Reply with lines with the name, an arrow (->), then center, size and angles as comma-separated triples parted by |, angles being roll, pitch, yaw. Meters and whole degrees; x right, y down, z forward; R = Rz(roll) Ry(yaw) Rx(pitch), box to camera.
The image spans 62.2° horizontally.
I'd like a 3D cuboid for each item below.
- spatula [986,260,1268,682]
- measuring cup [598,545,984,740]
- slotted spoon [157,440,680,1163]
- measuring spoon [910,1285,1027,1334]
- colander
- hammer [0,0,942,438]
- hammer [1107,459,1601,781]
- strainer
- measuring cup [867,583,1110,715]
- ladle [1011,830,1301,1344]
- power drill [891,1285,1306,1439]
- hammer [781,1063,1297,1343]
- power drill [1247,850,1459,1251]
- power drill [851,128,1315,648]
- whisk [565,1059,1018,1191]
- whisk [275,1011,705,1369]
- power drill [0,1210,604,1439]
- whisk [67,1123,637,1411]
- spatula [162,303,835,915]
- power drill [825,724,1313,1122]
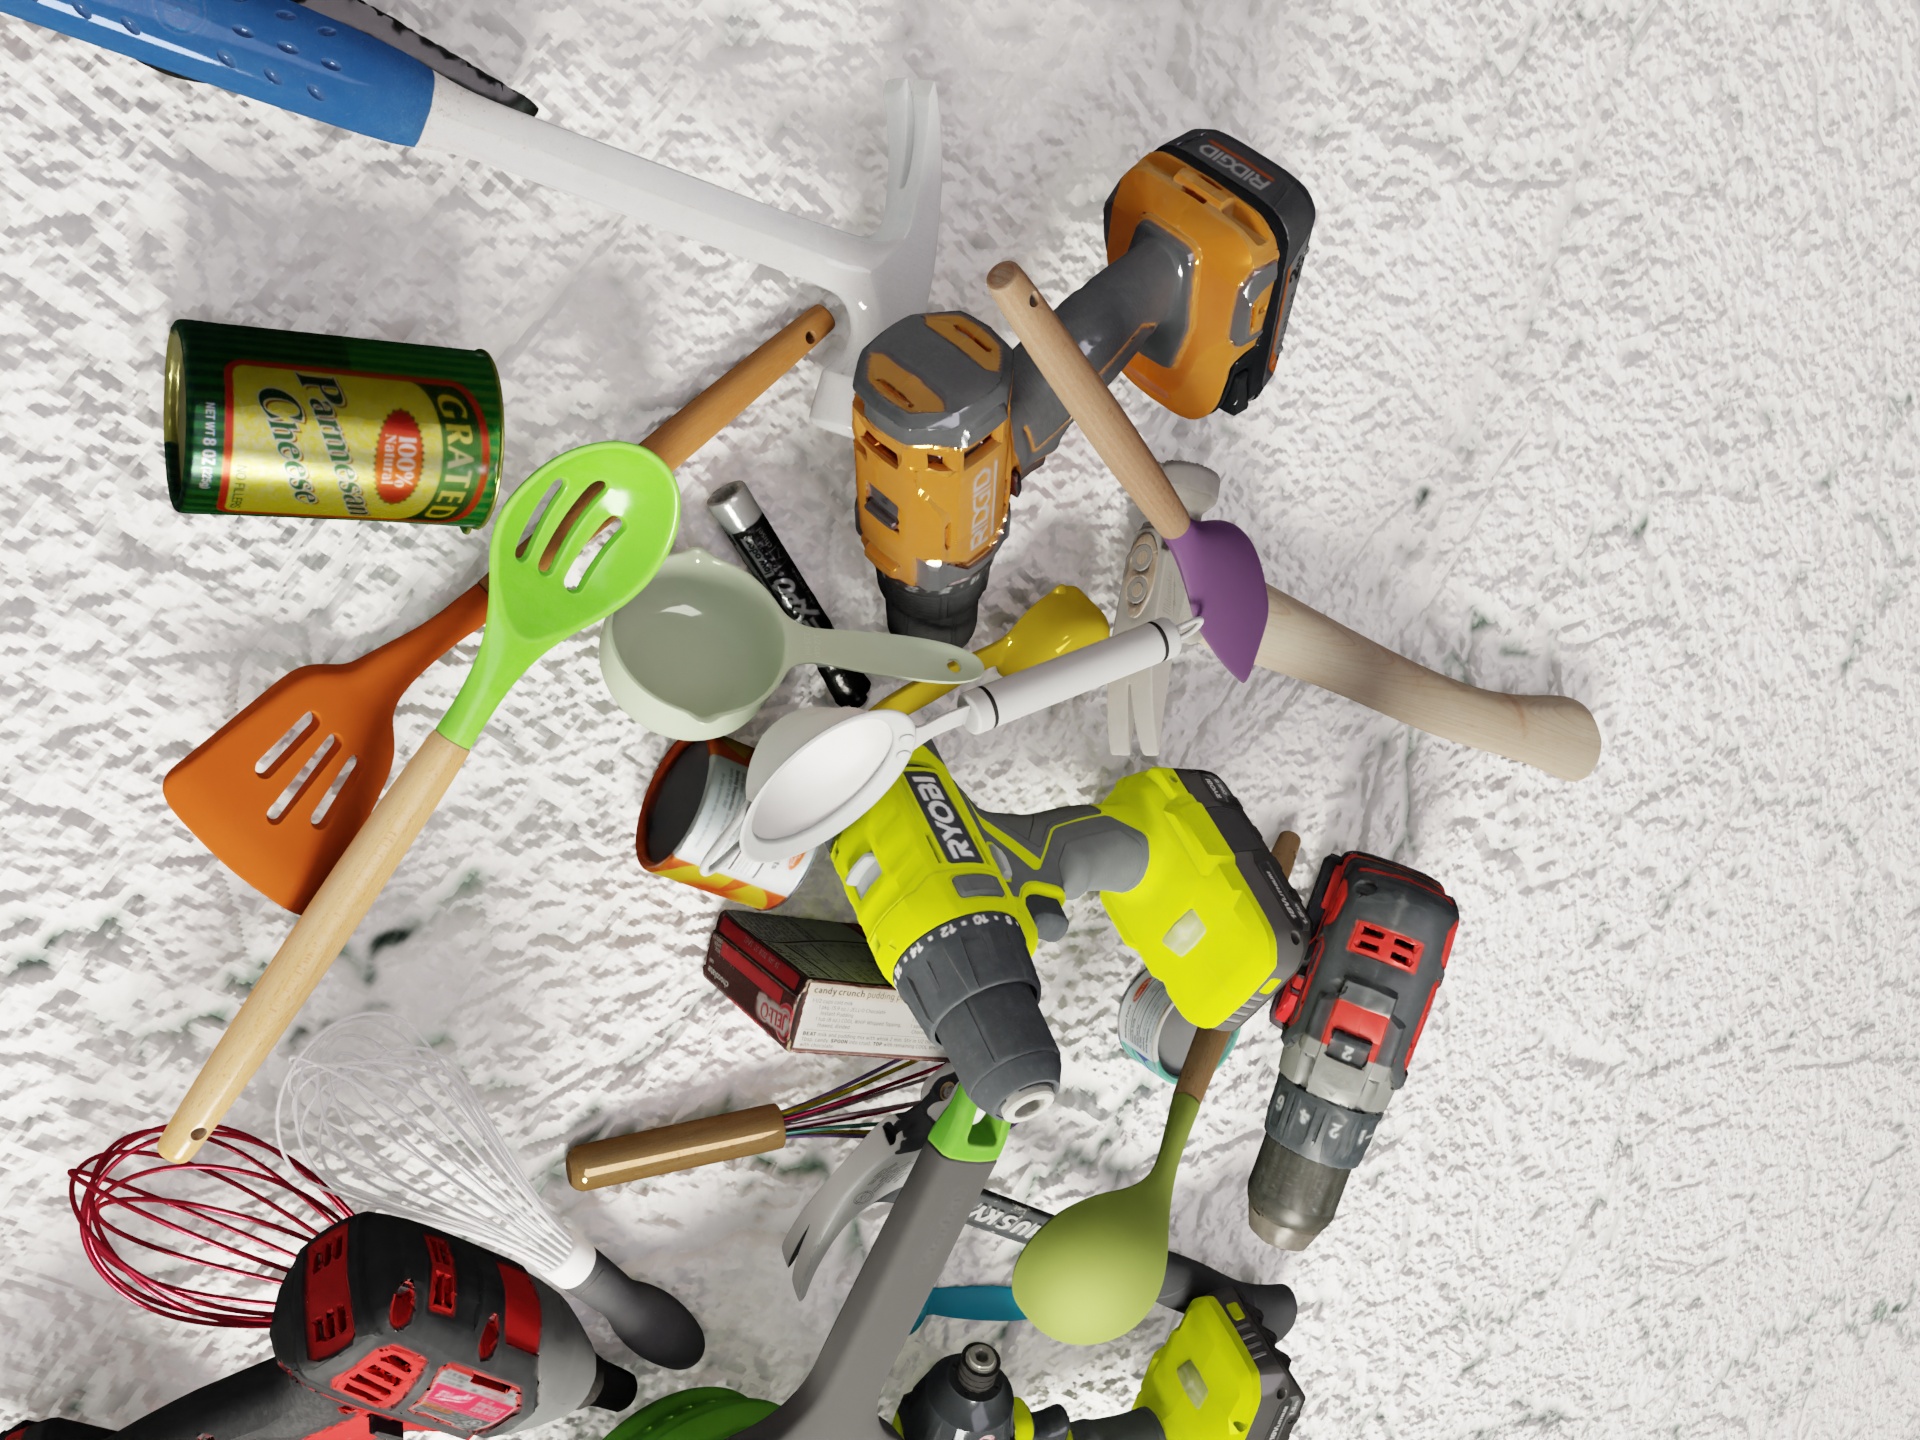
spatula -> 0.082, -0.096, 0.666 | 0.315, 0.018, 0.060 | 38, 67, -56
measuring cup -> -0.071, -0.024, 0.677 | 0.167, 0.038, 0.083 | 6, 62, -25
slotted spoon -> -0.207, 0.028, 0.595 | 0.070, 0.031, 0.314 | 37, 83, -47
measuring spoon -> 0.002, 0.323, 0.871 | 0.128, 0.021, 0.042 | 16, 96, -34
colander -> -0.090, 0.319, 0.747 | 0.204, 0.095, 0.397 | 18, 101, -43
hammer -> -0.171, -0.210, 0.540 | 0.405, 0.035, 0.144 | 9, 101, -39
hammer -> 0.239, -0.012, 0.893 | 0.410, 0.038, 0.146 | 16, 80, -38
strainer -> -0.001, -0.002, 0.667 | 0.258, 0.050, 0.086 | -21, 151, -25
measuring cup -> 0.014, -0.017, 0.733 | 0.156, 0.029, 0.062 | -28, 152, -41
ladle -> 0.114, 0.174, 0.825 | 0.320, 0.062, 0.078 | -58, 138, -38
power drill -> 0.068, 0.388, 0.873 | 0.223, 0.080, 0.171 | -2, 123, -25
hammer -> 0.073, 0.297, 0.878 | 0.149, 0.036, 0.408 | -43, 133, 13
power drill -> 0.203, 0.162, 0.837 | 0.226, 0.080, 0.188 | -3, 112, -75
power drill -> 0.045, -0.133, 0.697 | 0.226, 0.084, 0.185 | -40, 157, -23
whisk -> -0.068, 0.188, 0.772 | 0.245, 0.051, 0.047 | -6, 134, -26
whisk -> -0.191, 0.220, 0.691 | 0.070, 0.070, 0.284 | -44, 130, -14
power drill -> -0.249, 0.272, 0.601 | 0.219, 0.079, 0.143 | -33, 137, 8
whisk -> -0.240, 0.243, 0.671 | 0.073, 0.073, 0.295 | -52, 130, -8
spatula -> -0.164, -0.062, 0.630 | 0.322, 0.041, 0.080 | -44, 130, -15
power drill -> 0.052, 0.090, 0.735 | 0.228, 0.191, 0.080 | 5, 133, -39
